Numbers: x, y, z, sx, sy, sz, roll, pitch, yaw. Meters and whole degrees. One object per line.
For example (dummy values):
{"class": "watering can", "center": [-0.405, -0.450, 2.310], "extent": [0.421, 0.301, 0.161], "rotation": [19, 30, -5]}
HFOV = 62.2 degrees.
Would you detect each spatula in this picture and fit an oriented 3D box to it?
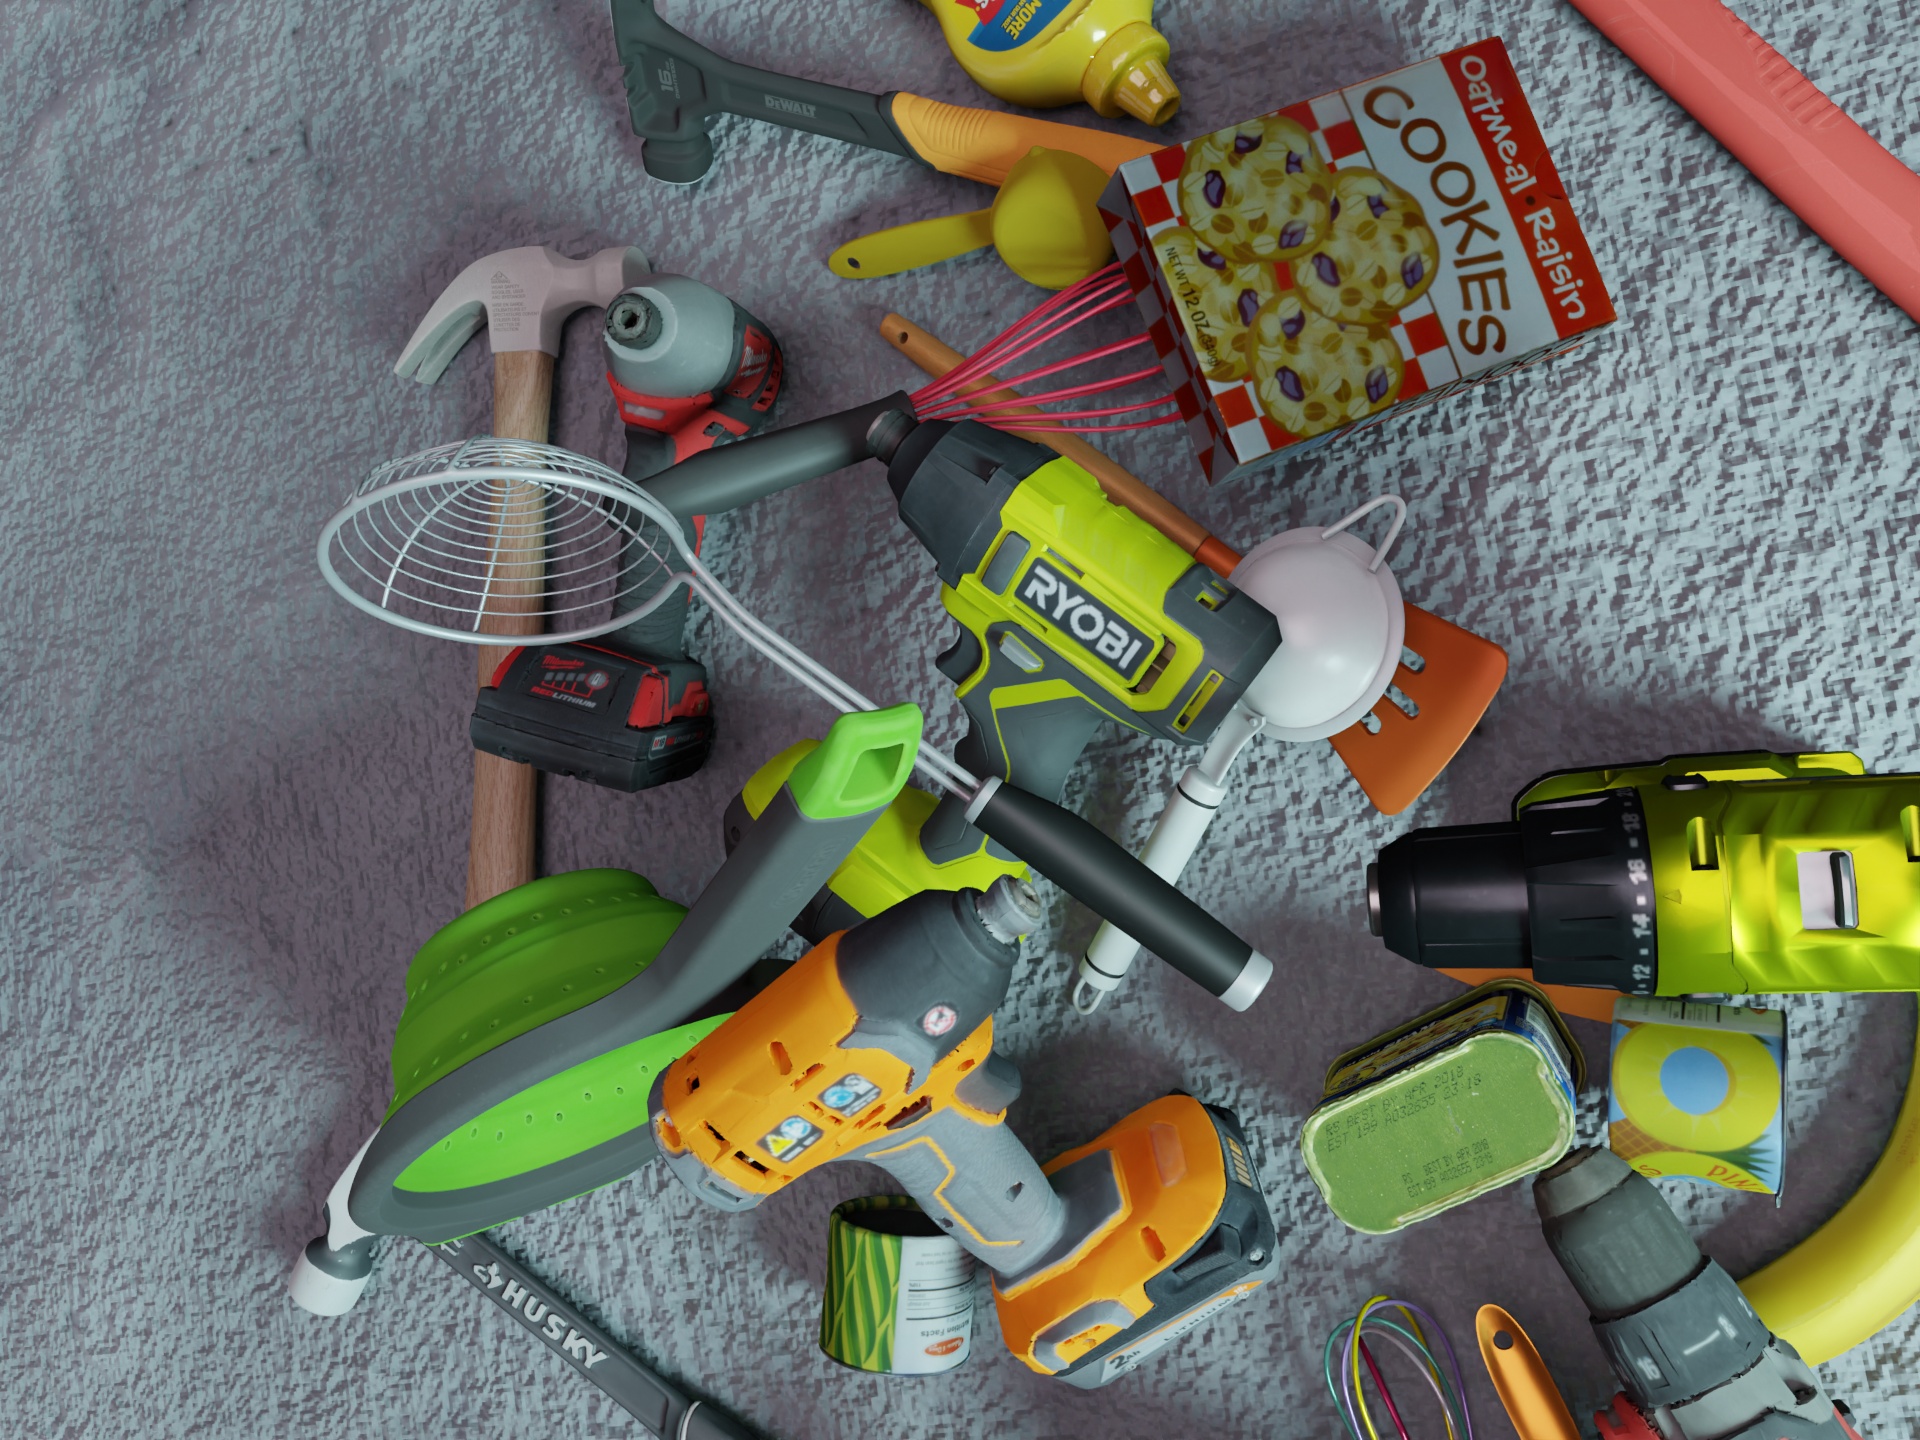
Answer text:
{"class": "spatula", "center": [0.082, -0.088, 0.682], "extent": [0.323, 0.041, 0.081], "rotation": [39, 112, 18]}

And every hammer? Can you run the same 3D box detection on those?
{"class": "hammer", "center": [-0.224, -0.068, 0.791], "extent": [0.130, 0.031, 0.331], "rotation": [2, 88, 19]}
{"class": "hammer", "center": [-0.136, 0.317, 0.743], "extent": [0.409, 0.036, 0.149], "rotation": [30, 96, 17]}
{"class": "hammer", "center": [0.002, -0.259, 0.691], "extent": [0.337, 0.127, 0.034], "rotation": [19, 57, 13]}
{"class": "hammer", "center": [0.275, -0.263, 0.626], "extent": [0.149, 0.036, 0.359], "rotation": [-41, 75, 13]}

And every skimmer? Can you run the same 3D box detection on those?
{"class": "skimmer", "center": [-0.057, 0.015, 0.572], "extent": [0.363, 0.127, 0.090], "rotation": [35, 62, 3]}

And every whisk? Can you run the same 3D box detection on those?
{"class": "whisk", "center": [-0.003, -0.129, 0.648], "extent": [0.296, 0.073, 0.073], "rotation": [-20, 80, -10]}
{"class": "whisk", "center": [0.198, 0.347, 0.623], "extent": [0.051, 0.047, 0.245], "rotation": [-20, 85, 16]}

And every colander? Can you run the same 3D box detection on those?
{"class": "colander", "center": [-0.128, 0.081, 0.612], "extent": [0.397, 0.204, 0.095], "rotation": [-50, 60, 44]}

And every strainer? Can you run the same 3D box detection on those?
{"class": "strainer", "center": [0.102, 0.021, 0.647], "extent": [0.087, 0.050, 0.258], "rotation": [44, 119, 37]}

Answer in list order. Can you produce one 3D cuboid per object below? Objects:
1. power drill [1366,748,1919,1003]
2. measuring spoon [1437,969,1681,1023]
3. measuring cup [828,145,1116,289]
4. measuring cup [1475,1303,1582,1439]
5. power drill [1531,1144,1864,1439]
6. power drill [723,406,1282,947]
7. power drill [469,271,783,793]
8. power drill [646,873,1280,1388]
{"class": "power drill", "center": [0.238, 0.050, 0.522], "extent": [0.190, 0.228, 0.080], "rotation": [-4, 86, 19]}
{"class": "measuring spoon", "center": [0.237, 0.105, 0.638], "extent": [0.117, 0.011, 0.021], "rotation": [17, 111, 22]}
{"class": "measuring cup", "center": [-0.001, -0.208, 0.702], "extent": [0.156, 0.062, 0.029], "rotation": [-2, 48, 34]}
{"class": "measuring cup", "center": [0.243, 0.301, 0.606], "extent": [0.095, 0.052, 0.174], "rotation": [-29, 75, 16]}
{"class": "power drill", "center": [0.197, 0.278, 0.558], "extent": [0.226, 0.080, 0.188], "rotation": [-34, 74, 12]}
{"class": "power drill", "center": [-0.001, -0.002, 0.638], "extent": [0.171, 0.080, 0.223], "rotation": [37, 123, 8]}
{"class": "power drill", "center": [-0.141, -0.086, 0.705], "extent": [0.078, 0.143, 0.219], "rotation": [15, 95, 7]}
{"class": "power drill", "center": [0.020, 0.153, 0.600], "extent": [0.164, 0.084, 0.226], "rotation": [-41, 120, 19]}
